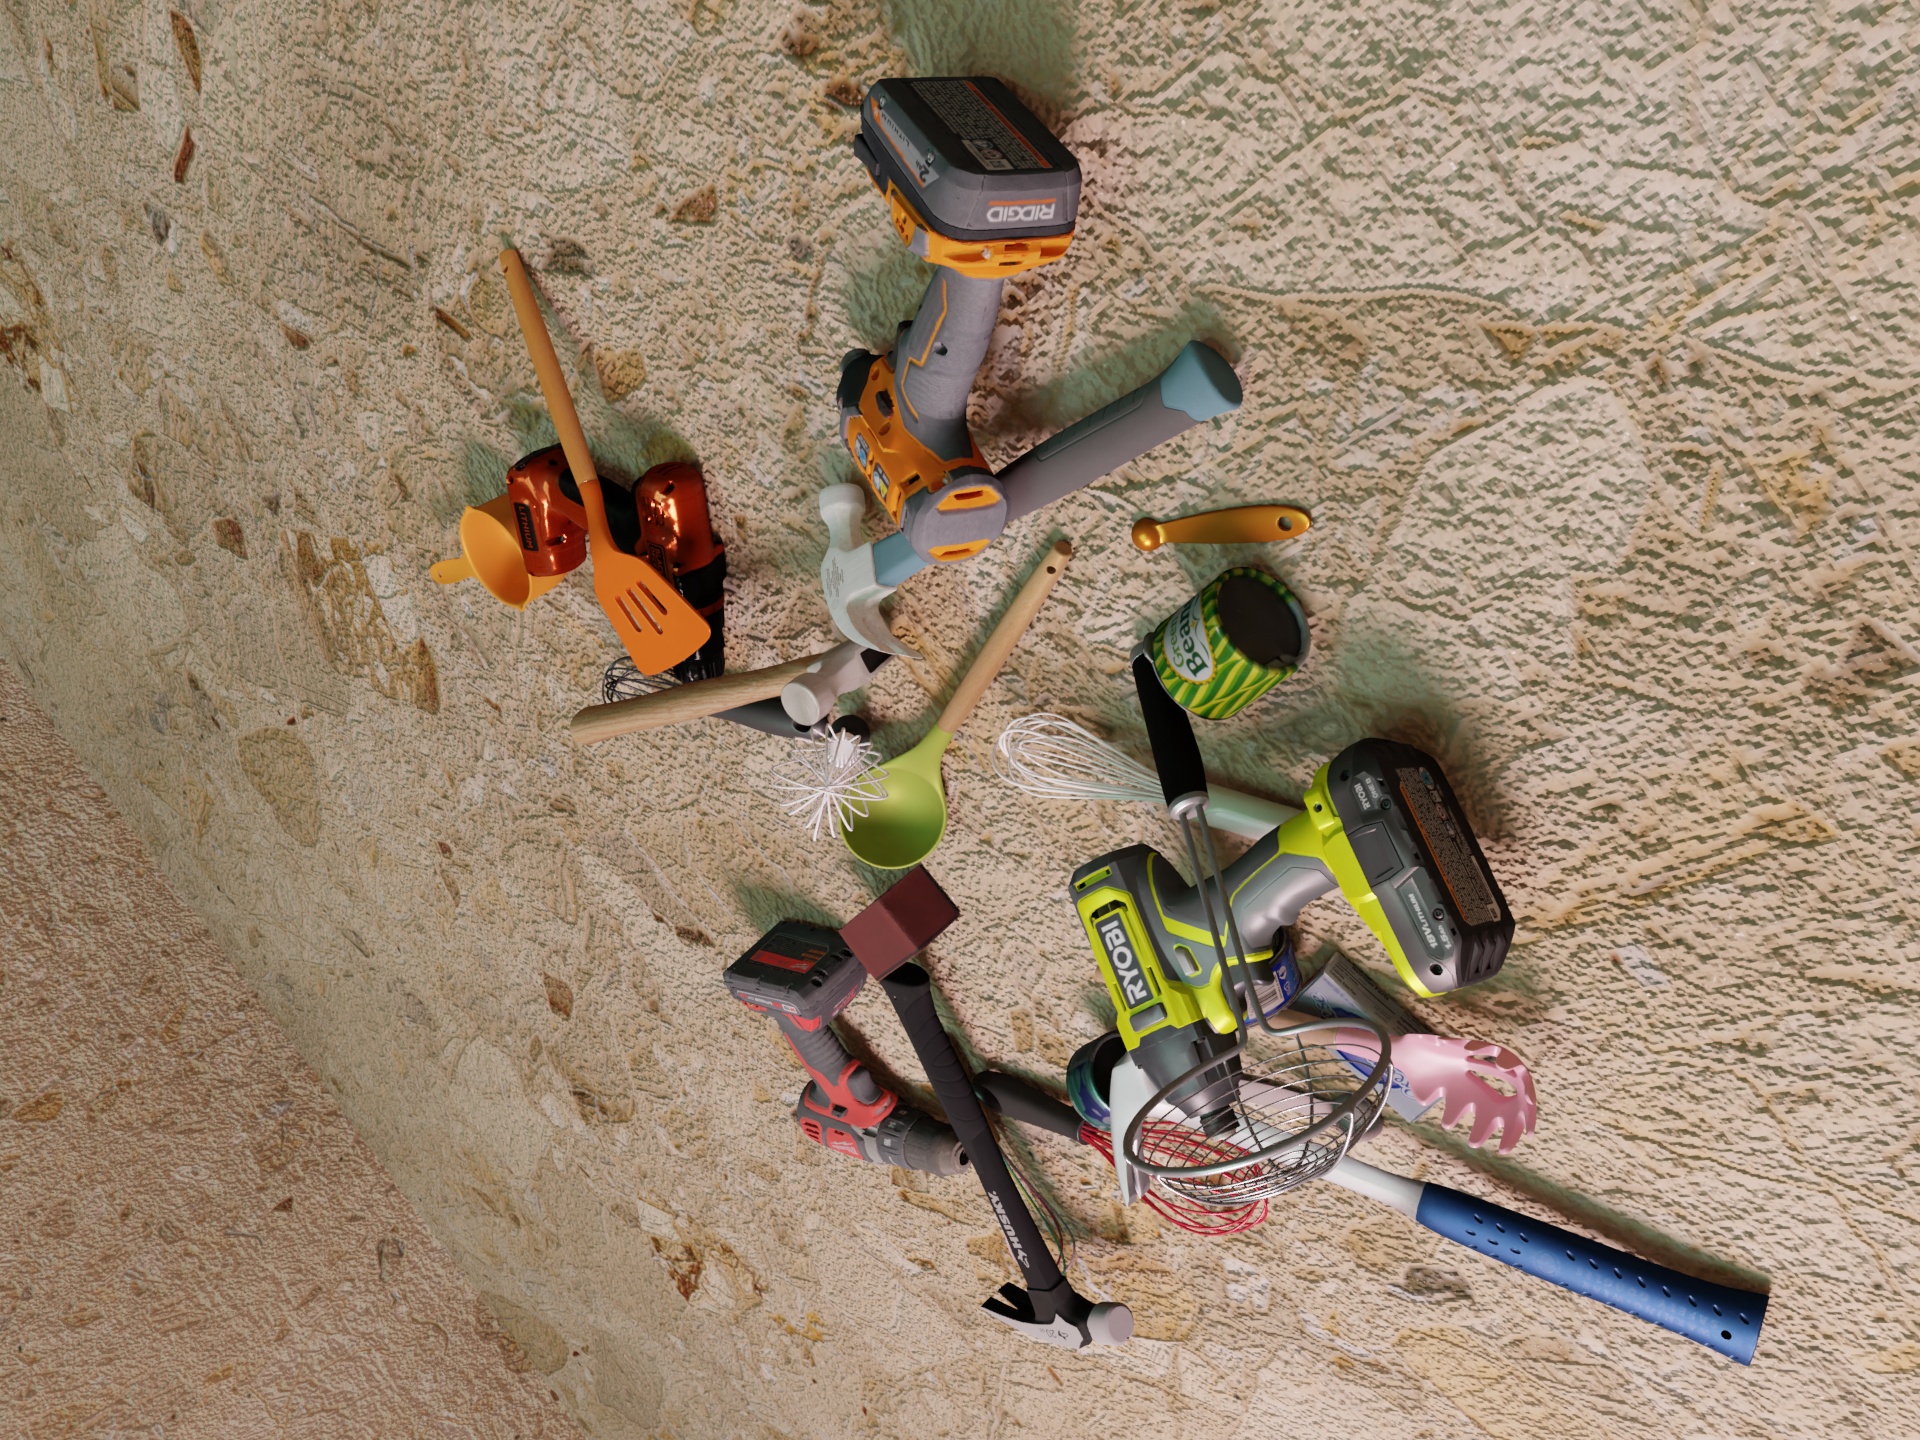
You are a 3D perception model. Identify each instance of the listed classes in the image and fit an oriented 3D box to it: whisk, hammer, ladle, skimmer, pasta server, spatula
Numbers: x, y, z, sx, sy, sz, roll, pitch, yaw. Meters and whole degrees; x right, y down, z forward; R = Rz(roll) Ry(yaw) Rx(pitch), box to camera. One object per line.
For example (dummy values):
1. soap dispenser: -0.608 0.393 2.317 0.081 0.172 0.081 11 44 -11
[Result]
1. whisk: 0.109 0.313 1.189 0.296 0.073 0.073 10 126 48
2. whisk: 0.033 0.369 1.323 0.051 0.047 0.245 -15 103 51
3. hammer: -0.171 -0.020 1.128 0.331 0.130 0.031 -11 111 43
4. ladle: -0.002 -0.003 1.050 0.078 0.062 0.320 25 138 -8
5. hammer: 0.015 0.345 1.267 0.146 0.035 0.335 -20 97 50
6. skimmer: 0.117 0.073 0.794 0.127 0.364 0.090 -24 135 16
7. whisk: -0.196 -0.011 1.246 0.239 0.055 0.055 11 127 35
8. pasta server: 0.204 0.189 0.967 0.316 0.040 0.060 9 113 43
9. hammer: 0.026 -0.130 0.910 0.331 0.033 0.128 -23 67 46
10. hammer: 0.275 0.299 0.987 0.406 0.035 0.144 16 106 30
11. spatula: -0.264 -0.189 1.127 0.081 0.041 0.323 -28 79 37
12. whisk: 0.126 0.044 0.965 0.246 0.059 0.057 17 142 30
13. whisk: -0.079 0.023 1.032 0.070 0.070 0.284 57 -177 -6

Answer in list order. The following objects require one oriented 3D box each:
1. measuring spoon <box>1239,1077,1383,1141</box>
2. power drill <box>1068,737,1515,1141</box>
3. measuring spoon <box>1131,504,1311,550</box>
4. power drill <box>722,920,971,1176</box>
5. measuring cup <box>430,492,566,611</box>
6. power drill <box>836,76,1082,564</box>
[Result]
1. measuring spoon: 0.222 0.258 1.059 0.124 0.018 0.034 3 121 43
2. power drill: 0.176 0.121 0.873 0.223 0.080 0.171 -34 70 35
3. measuring spoon: 0.138 -0.103 0.863 0.117 0.011 0.021 1 120 45
4. power drill: -0.090 0.291 1.357 0.188 0.080 0.226 5 126 43
5. measuring cup: -0.389 -0.141 1.334 0.174 0.052 0.095 -4 116 49
6. power drill: -0.017 -0.218 0.850 0.164 0.084 0.226 59 149 38
